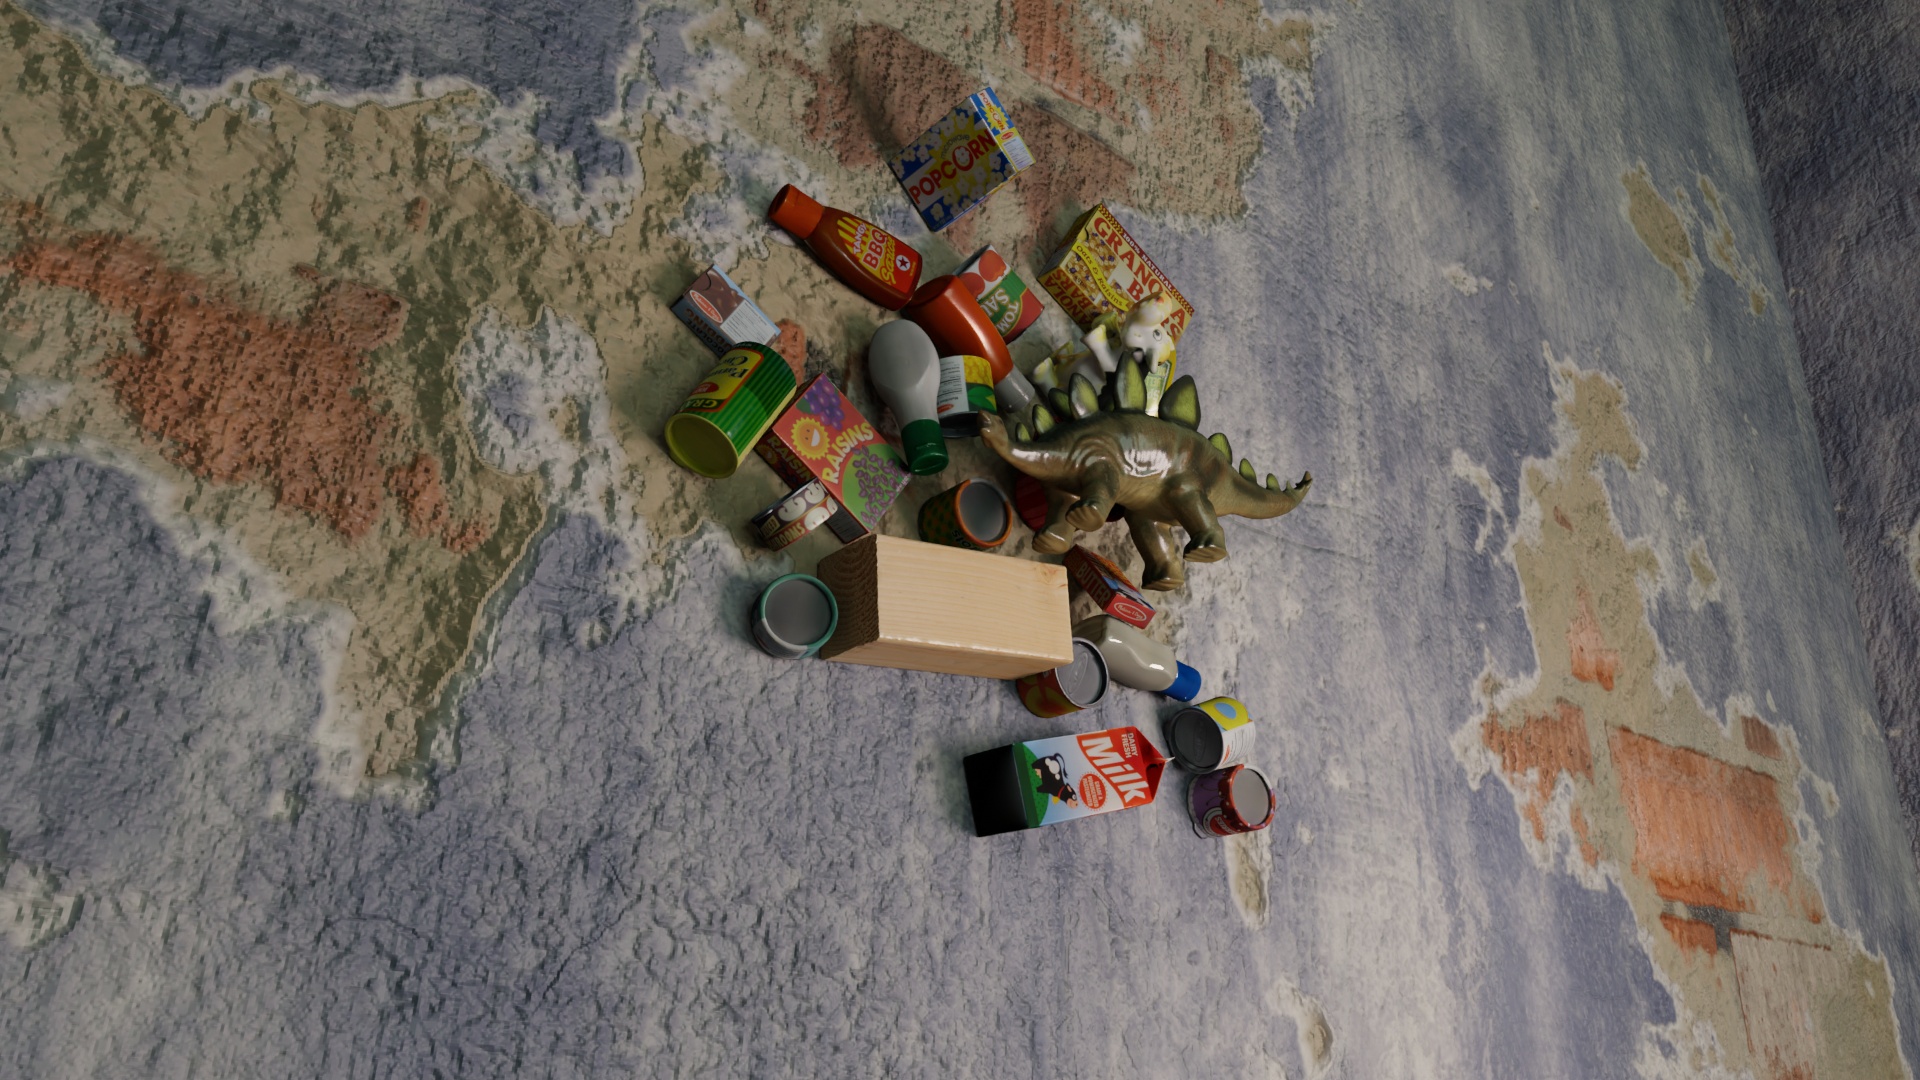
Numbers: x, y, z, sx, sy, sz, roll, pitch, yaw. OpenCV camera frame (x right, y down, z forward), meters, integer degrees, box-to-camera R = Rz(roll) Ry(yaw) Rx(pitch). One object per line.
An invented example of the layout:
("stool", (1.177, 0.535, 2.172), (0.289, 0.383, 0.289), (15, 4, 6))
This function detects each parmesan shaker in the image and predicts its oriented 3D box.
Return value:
("parmesan shaker", (-0.188, -0.107, 1.134), (0.071, 0.071, 0.103), (45, 47, -17))

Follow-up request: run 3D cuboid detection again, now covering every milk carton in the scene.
("milk carton", (0.103, 0.212, 1.242), (0.191, 0.072, 0.073), (-1, 74, -39))

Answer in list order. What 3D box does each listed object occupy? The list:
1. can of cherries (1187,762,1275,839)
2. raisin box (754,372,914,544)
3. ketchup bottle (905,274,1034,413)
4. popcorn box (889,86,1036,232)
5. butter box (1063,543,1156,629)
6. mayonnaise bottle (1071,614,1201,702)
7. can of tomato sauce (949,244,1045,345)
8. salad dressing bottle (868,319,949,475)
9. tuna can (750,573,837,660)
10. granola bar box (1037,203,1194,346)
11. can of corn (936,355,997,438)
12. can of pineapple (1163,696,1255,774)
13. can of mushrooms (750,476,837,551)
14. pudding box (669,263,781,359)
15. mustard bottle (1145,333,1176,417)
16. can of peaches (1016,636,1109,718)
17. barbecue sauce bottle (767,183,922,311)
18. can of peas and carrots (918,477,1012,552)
("can of cherries", (0.266, 0.258, 1.366), (0.071, 0.058, 0.072), (16, 64, -34))
("raisin box", (-0.109, -0.071, 1.202), (0.123, 0.040, 0.086), (48, 51, -16))
("ketchup bottle", (0.014, -0.185, 1.333), (0.148, 0.064, 0.044), (48, 57, -26))
("popcorn box", (0.000, -0.366, 1.345), (0.038, 0.126, 0.085), (-40, 100, -45))
("butter box", (0.142, 0.044, 1.330), (0.053, 0.024, 0.104), (25, 16, -30))
("mayonnaise bottle", (0.172, 0.117, 1.344), (0.148, 0.064, 0.041), (27, 53, -34))
("can of tomato sauce", (0.031, -0.237, 1.360), (0.083, 0.071, 0.071), (47, 50, -14))
("salad dressing bottle", (-0.044, -0.128, 1.247), (0.044, 0.064, 0.148), (61, 13, -61))
("tuna can", (-0.133, 0.059, 1.124), (0.071, 0.032, 0.071), (7, 70, -19))
("granola bar box", (0.172, -0.266, 1.504), (0.165, 0.039, 0.125), (45, 51, -17))
("can of corn", (0.000, -0.133, 1.298), (0.071, 0.071, 0.058), (5, 70, -38))
("can of pineapple", (0.247, 0.190, 1.372), (0.058, 0.070, 0.071), (-10, 80, -44))
("can of mushrooms", (-0.137, -0.021, 1.141), (0.071, 0.071, 0.033), (-41, 102, -41))
("pudding box", (-0.198, -0.188, 1.180), (0.083, 0.030, 0.050), (45, 52, -17))
("mustard bottle", (0.183, -0.138, 1.441), (0.065, 0.049, 0.160), (9, 89, -11))
("can of peaches", (0.092, 0.125, 1.277), (0.071, 0.058, 0.071), (14, 65, -34))
("barbecue sauce bottle", (-0.106, -0.273, 1.279), (0.148, 0.043, 0.065), (29, 58, -27))
("can of peas and carrots", (0.004, -0.016, 1.259), (0.071, 0.058, 0.071), (15, 64, -34))
